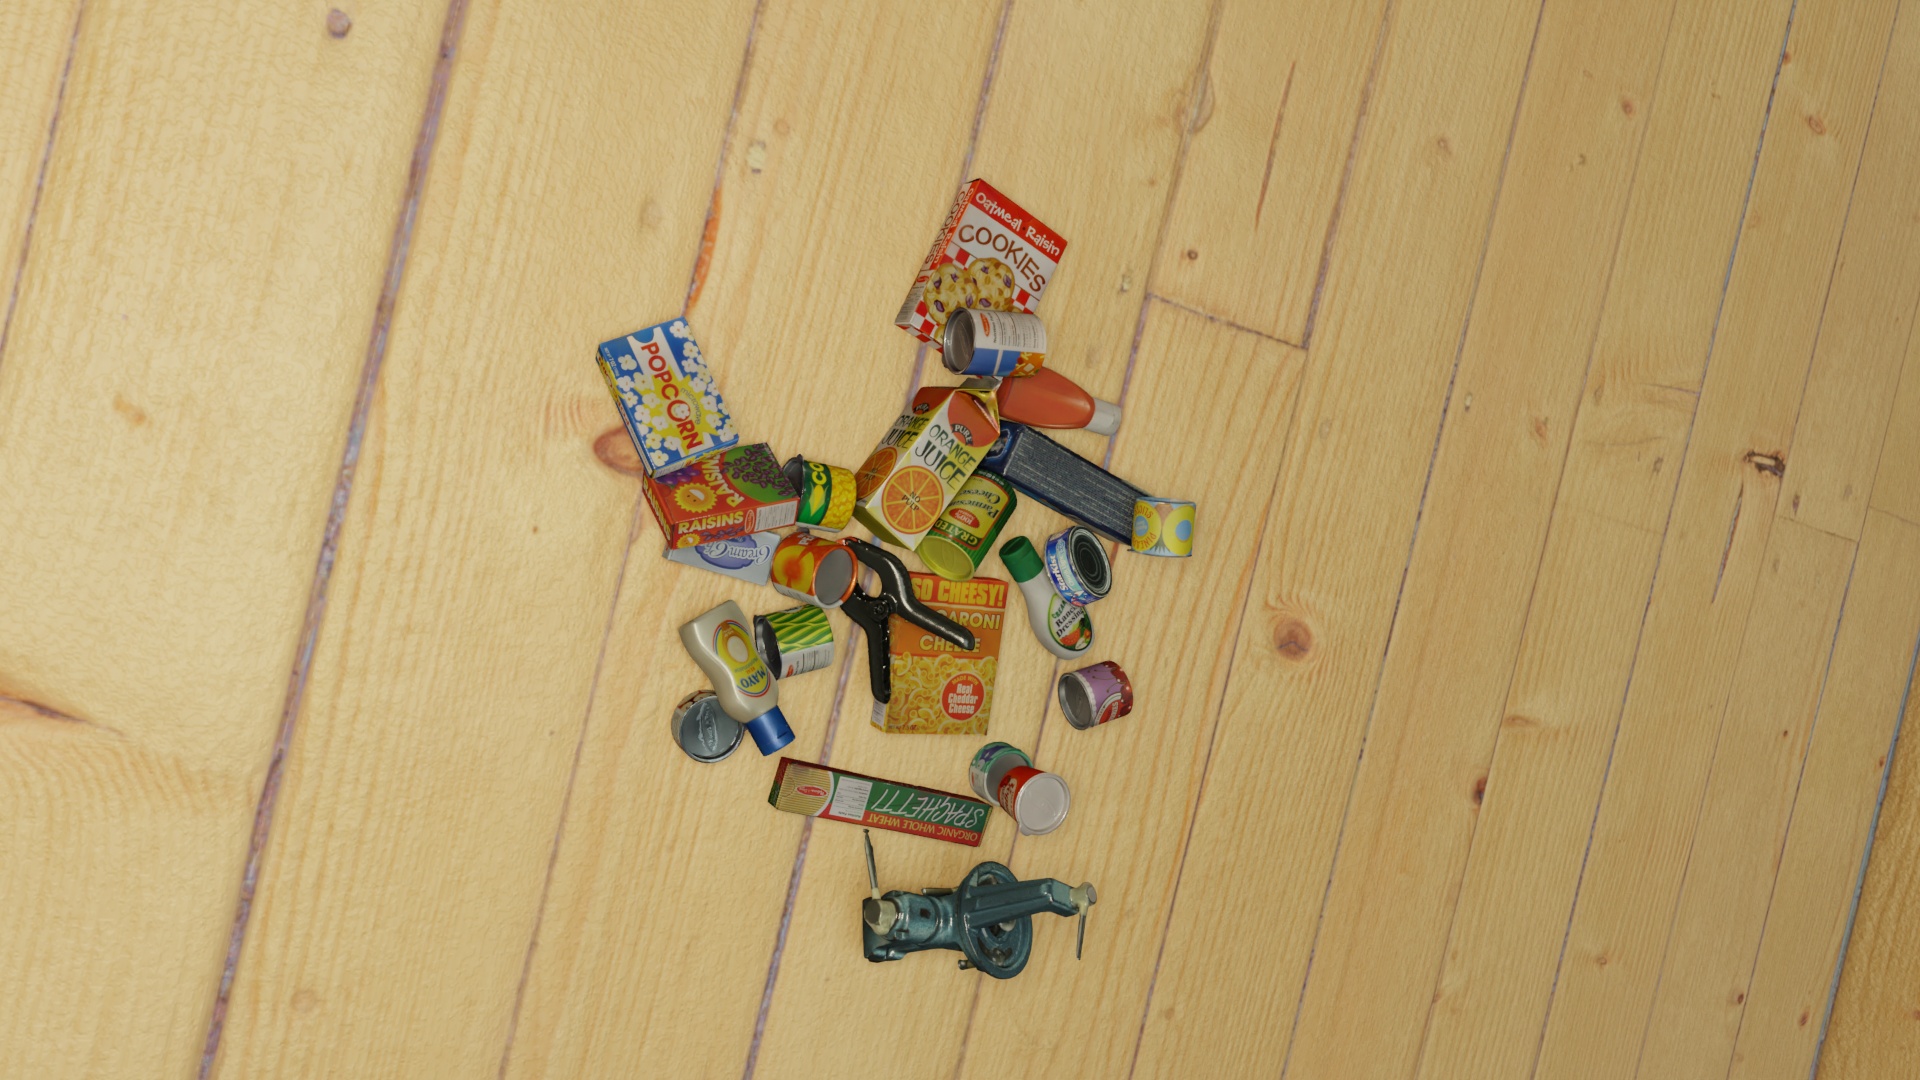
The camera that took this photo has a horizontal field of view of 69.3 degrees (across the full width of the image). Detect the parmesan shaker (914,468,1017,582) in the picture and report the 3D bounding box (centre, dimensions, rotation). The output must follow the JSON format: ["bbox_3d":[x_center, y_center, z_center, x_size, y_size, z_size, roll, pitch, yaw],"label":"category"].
[{"bbox_3d":[0.005,-0.018,1.421,0.071,0.071,0.103,51,52,-25],"label":"parmesan shaker"}]

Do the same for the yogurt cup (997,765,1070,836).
[{"bbox_3d":[0.076,0.274,1.482,0.072,0.054,0.072,-5,100,-28],"label":"yogurt cup"}]

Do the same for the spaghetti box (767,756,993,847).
[{"bbox_3d":[-0.080,0.275,1.451,0.250,0.028,0.050,18,88,-29],"label":"spaghetti box"}]

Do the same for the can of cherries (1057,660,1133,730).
[{"bbox_3d":[0.151,0.173,1.540,0.058,0.071,0.071,-13,104,-27],"label":"can of cherries"}]

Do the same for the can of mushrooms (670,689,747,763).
[{"bbox_3d":[-0.243,0.179,1.346,0.071,0.033,0.071,-4,98,-28],"label":"can of mushrooms"}]

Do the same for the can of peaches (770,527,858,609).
[{"bbox_3d":[-0.141,0.027,1.353,0.071,0.058,0.071,-24,121,-46],"label":"can of peaches"}]

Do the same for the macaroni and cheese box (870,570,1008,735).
[{"bbox_3d":[-0.022,0.118,1.455,0.124,0.040,0.166,6,95,-29],"label":"macaroni and cheese box"}]

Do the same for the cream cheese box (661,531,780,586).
[{"bbox_3d":[-0.229,0.005,1.334,0.104,0.024,0.053,18,89,-30],"label":"cream cheese box"}]

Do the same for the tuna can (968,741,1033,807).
[{"bbox_3d":[0.047,0.254,1.516,0.071,0.033,0.071,-5,100,-28],"label":"tuna can"}]

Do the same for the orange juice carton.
[{"bbox_3d":[-0.031,-0.090,1.403,0.073,0.072,0.193,42,77,-27],"label":"orange juice carton"}]

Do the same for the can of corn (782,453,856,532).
[{"bbox_3d":[-0.140,-0.046,1.351,0.058,0.071,0.071,11,92,-30],"label":"can of corn"}]

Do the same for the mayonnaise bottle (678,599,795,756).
[{"bbox_3d":[-0.208,0.133,1.326,0.065,0.041,0.148,-31,92,-46],"label":"mayonnaise bottle"}]

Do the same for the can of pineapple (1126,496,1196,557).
[{"bbox_3d":[0.215,-0.015,1.483,0.071,0.071,0.057,0,98,-29],"label":"can of pineapple"}]

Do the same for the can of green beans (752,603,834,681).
[{"bbox_3d":[-0.163,0.099,1.360,0.058,0.071,0.071,-13,103,-27],"label":"can of green beans"}]

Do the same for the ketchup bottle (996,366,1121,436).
[{"bbox_3d":[0.104,-0.147,1.485,0.149,0.043,0.064,14,90,-30],"label":"ketchup bottle"}]

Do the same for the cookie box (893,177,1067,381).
[{"bbox_3d":[0.023,-0.266,1.426,0.123,0.040,0.167,29,83,-29],"label":"cookie box"}]

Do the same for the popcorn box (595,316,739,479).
[{"bbox_3d":[-0.267,-0.129,1.264,0.085,0.038,0.126,-24,87,-24],"label":"popcorn box"}]

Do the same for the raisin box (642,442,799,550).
[{"bbox_3d":[-0.224,-0.043,1.293,0.124,0.086,0.039,-12,140,-27],"label":"raisin box"}]

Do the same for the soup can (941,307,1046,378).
[{"bbox_3d":[0.033,-0.195,1.383,0.084,0.071,0.071,0,97,-29],"label":"soup can"}]

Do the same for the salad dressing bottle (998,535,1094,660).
[{"bbox_3d":[0.092,0.062,1.507,0.064,0.044,0.147,-44,115,-23],"label":"salad dressing bottle"}]
